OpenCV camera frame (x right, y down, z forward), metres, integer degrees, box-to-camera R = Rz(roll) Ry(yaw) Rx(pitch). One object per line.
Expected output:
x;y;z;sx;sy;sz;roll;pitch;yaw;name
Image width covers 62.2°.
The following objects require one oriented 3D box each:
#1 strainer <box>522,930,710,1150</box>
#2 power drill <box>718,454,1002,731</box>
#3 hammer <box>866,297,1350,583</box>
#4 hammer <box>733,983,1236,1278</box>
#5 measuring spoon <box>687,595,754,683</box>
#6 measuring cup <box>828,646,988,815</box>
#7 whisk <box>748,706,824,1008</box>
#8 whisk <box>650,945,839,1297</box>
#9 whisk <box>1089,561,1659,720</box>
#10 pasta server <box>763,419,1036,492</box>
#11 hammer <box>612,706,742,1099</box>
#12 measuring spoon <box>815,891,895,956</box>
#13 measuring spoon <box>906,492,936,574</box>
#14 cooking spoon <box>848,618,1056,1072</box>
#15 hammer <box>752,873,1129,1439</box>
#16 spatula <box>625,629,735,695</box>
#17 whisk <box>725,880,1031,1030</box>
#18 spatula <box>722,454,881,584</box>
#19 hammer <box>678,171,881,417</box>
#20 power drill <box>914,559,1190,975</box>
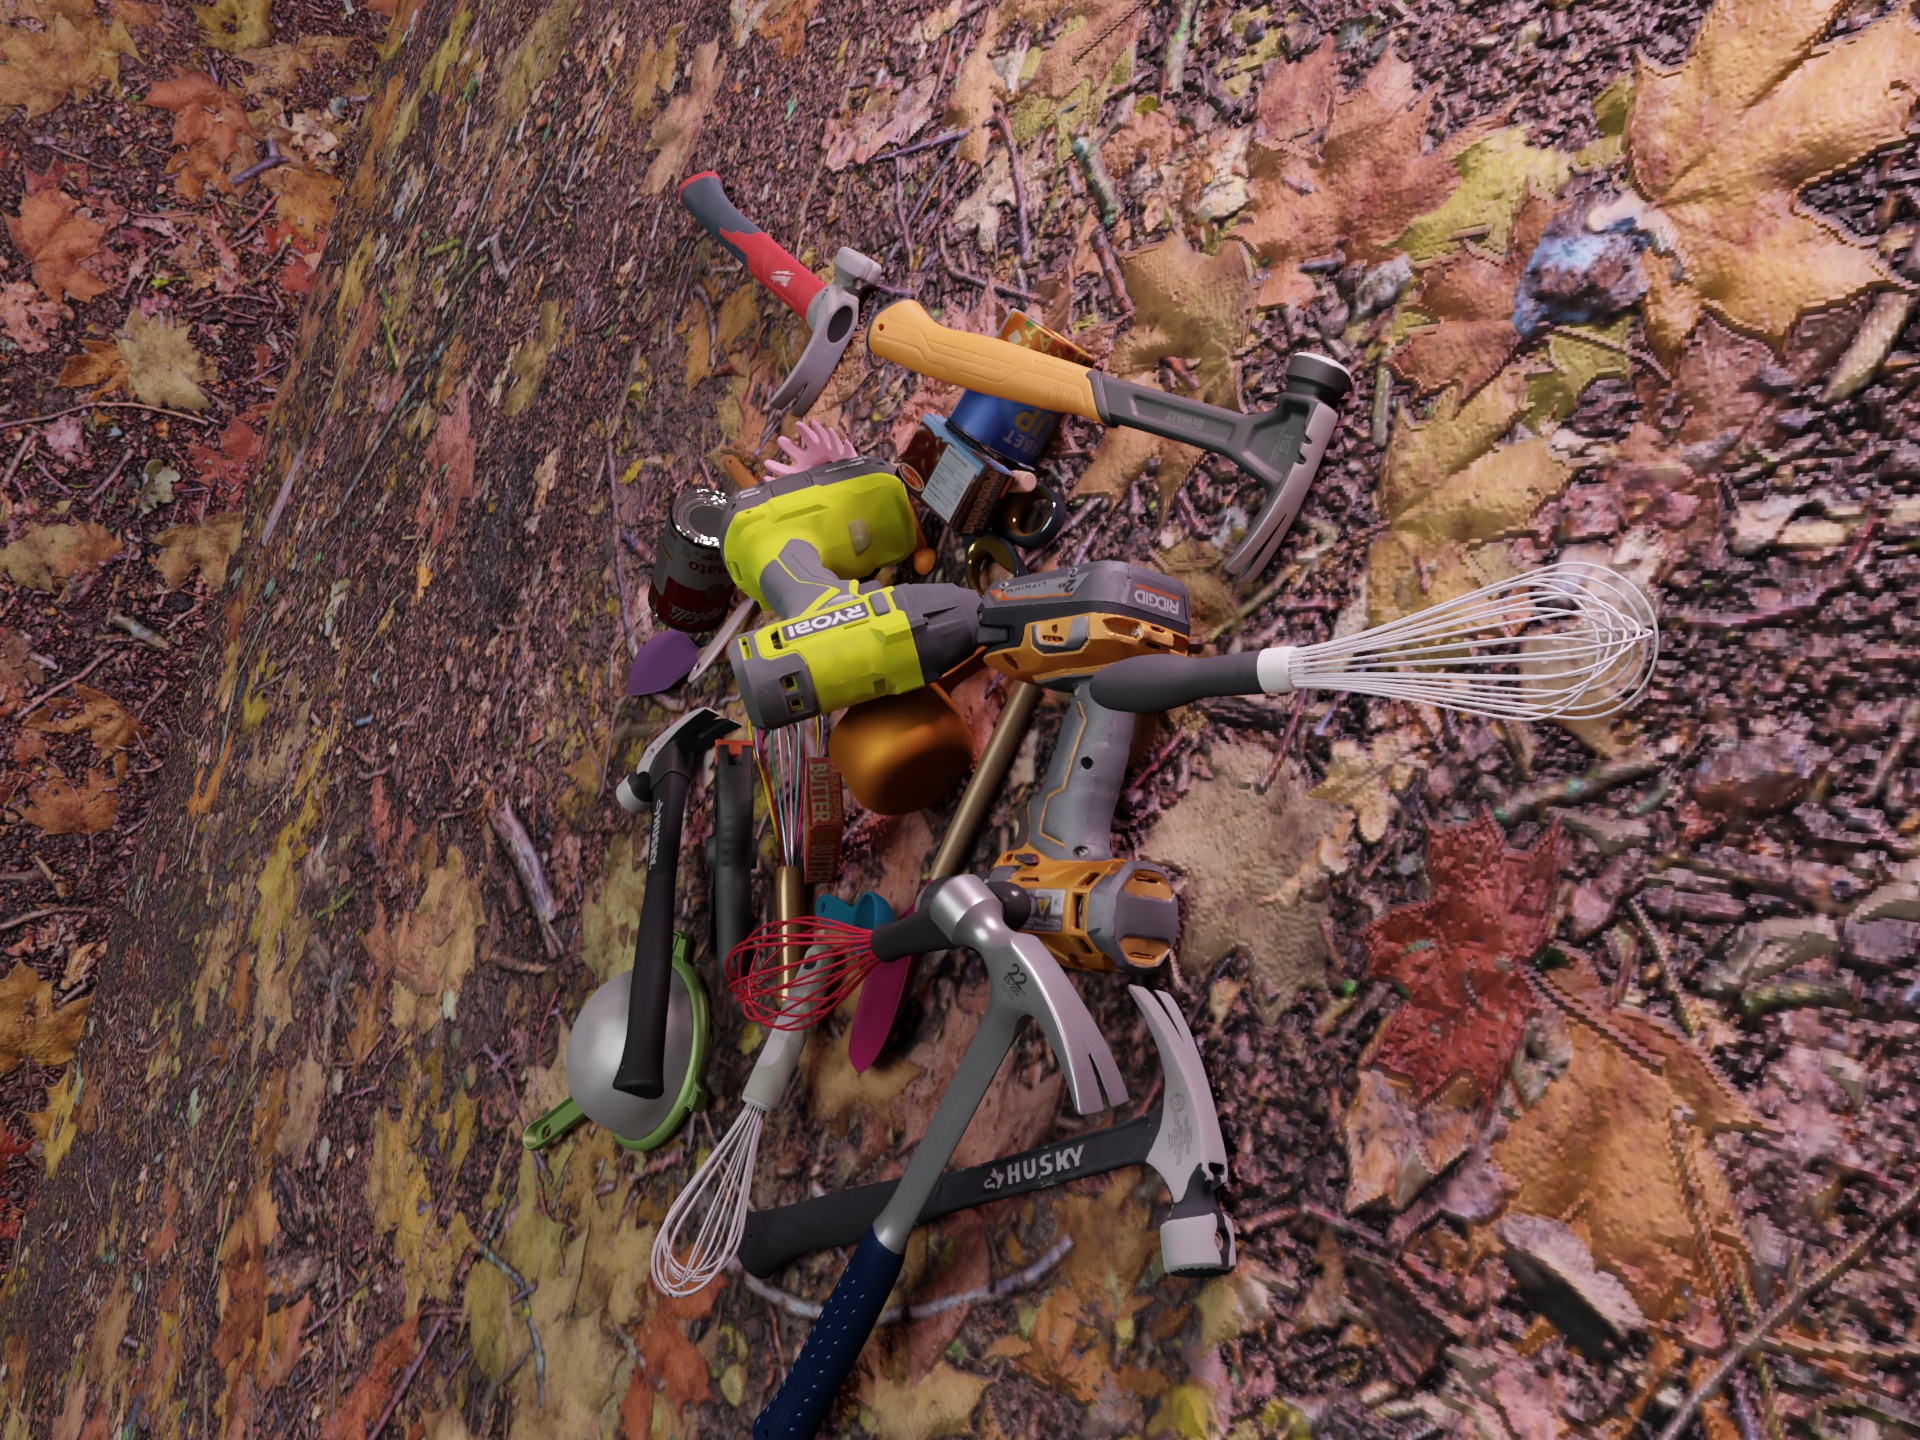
-0.294;0.278;1.246;0.256;0.069;0.152;-39;48;32;strainer
-0.072;-0.088;1.040;0.171;0.080;0.223;-17;35;-5;power drill
0.065;-0.193;0.964;0.337;0.034;0.127;26;96;36;hammer
-0.009;0.271;0.929;0.409;0.036;0.149;-29;53;41;hammer
-0.189;-0.084;1.291;0.124;0.018;0.034;-55;31;-1;measuring spoon
-0.002;-0.003;1.015;0.173;0.095;0.052;-36;59;10;measuring cup
-0.128;0.087;1.147;0.051;0.047;0.245;-24;60;42;whisk
-0.138;0.261;1.052;0.058;0.059;0.246;4;64;46;whisk
0.183;-0.028;0.762;0.285;0.070;0.070;-5;71;37;whisk
-0.049;-0.182;1.155;0.316;0.040;0.060;16;74;54;pasta server
-0.225;0.134;1.203;0.146;0.035;0.335;-42;35;33;hammer
-0.070;0.132;1.070;0.129;0.021;0.042;-178;98;-68;measuring spoon
-0.042;-0.147;1.164;0.021;0.011;0.117;-50;42;25;measuring spoon
-0.003;0.080;1.015;0.319;0.017;0.069;-66;22;6;cooking spoon
-0.033;0.285;0.887;0.144;0.035;0.405;46;124;36;hammer
-0.197;-0.058;1.312;0.316;0.018;0.060;-5;67;51;spatula
-0.055;0.138;0.957;0.296;0.073;0.073;-25;56;48;whisk
-0.141;-0.150;1.264;0.081;0.041;0.323;-41;41;2;spatula
-0.188;-0.406;1.433;0.143;0.038;0.387;-60;39;17;hammer
0.048;0.033;0.927;0.185;0.084;0.226;-7;75;50;power drill
